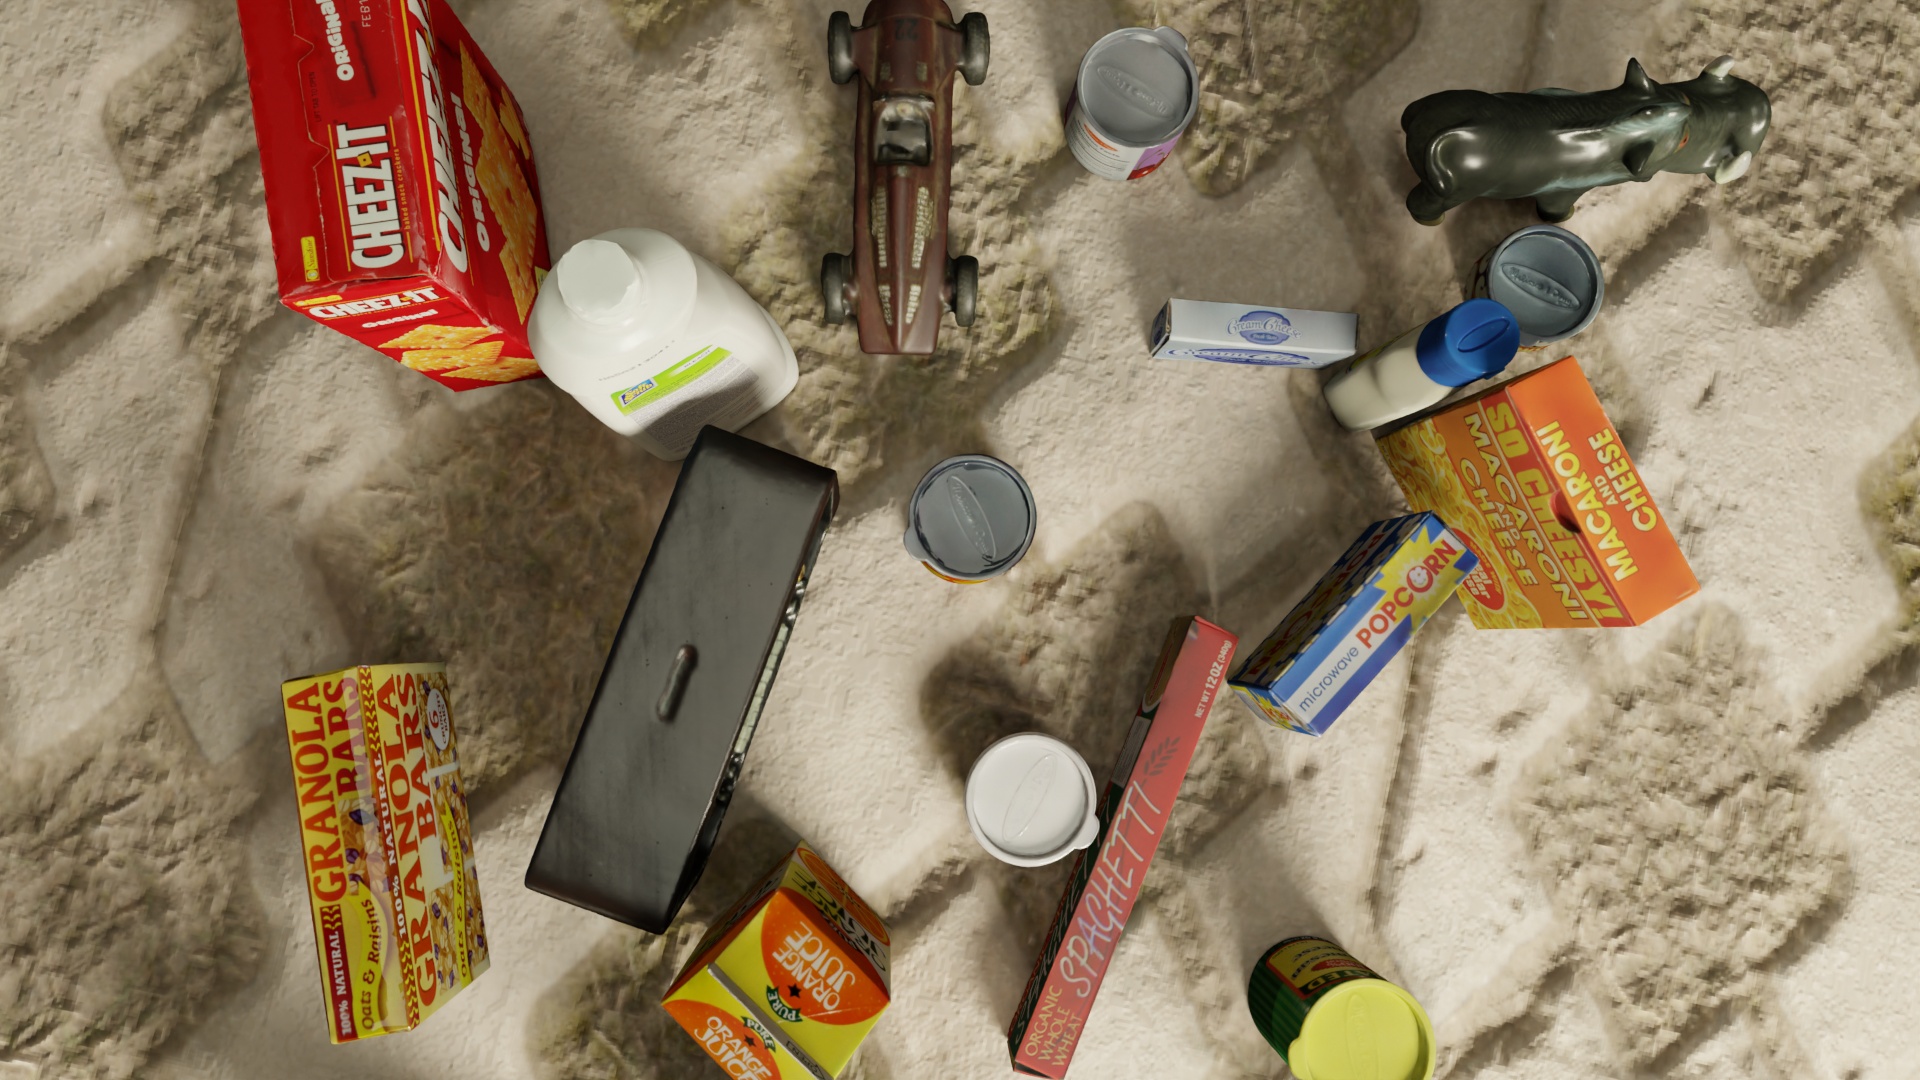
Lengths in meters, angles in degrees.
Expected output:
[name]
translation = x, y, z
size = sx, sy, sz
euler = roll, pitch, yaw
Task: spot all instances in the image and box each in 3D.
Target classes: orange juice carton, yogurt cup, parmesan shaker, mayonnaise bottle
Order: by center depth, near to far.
[orange juice carton]
translation = -0.082, 0.203, 0.651
size = 0.073, 0.192, 0.072
euler = -44, 89, -5
[parmesan shaker]
translation = 0.187, 0.244, 0.707
size = 0.071, 0.103, 0.071
euler = 0, 86, -3
[mayonnaise bottle]
translation = 0.238, -0.090, 0.714
size = 0.065, 0.148, 0.041
euler = -29, 88, -4
[yogurt cup]
translation = 0.034, 0.134, 0.733
size = 0.072, 0.054, 0.072
euler = 0, 86, -3

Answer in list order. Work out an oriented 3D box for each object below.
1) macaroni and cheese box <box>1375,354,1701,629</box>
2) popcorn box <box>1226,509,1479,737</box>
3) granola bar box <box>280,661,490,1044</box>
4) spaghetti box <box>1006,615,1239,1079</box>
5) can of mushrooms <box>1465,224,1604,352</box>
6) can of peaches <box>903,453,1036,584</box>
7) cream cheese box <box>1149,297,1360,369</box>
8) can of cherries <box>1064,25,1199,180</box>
[macaroni and cheese box]
translation = 0.282, -0.016, 0.701
size = 0.040, 0.166, 0.123
euler = -27, 88, -4
[popcorn box]
translation = 0.204, 0.044, 0.733
size = 0.038, 0.085, 0.127
euler = 44, 85, 1
[granola bar box]
translation = -0.279, 0.144, 0.680
size = 0.039, 0.124, 0.165
euler = -10, 86, -3
[spaghetti box]
translation = 0.084, 0.159, 0.735
size = 0.029, 0.050, 0.250
euler = 23, 85, -1
[can of mushrooms]
translation = 0.320, -0.139, 0.779
size = 0.071, 0.033, 0.071
euler = 0, 86, -3
[can of peaches]
translation = 0.003, -0.009, 0.740
size = 0.071, 0.058, 0.071
euler = 0, 86, -3
[cream cheese box]
translation = 0.159, -0.112, 0.759
size = 0.104, 0.053, 0.024
euler = 4, 86, -3
[can of cherries]
translation = 0.095, -0.240, 0.763
size = 0.071, 0.058, 0.071
euler = 0, 86, -3
